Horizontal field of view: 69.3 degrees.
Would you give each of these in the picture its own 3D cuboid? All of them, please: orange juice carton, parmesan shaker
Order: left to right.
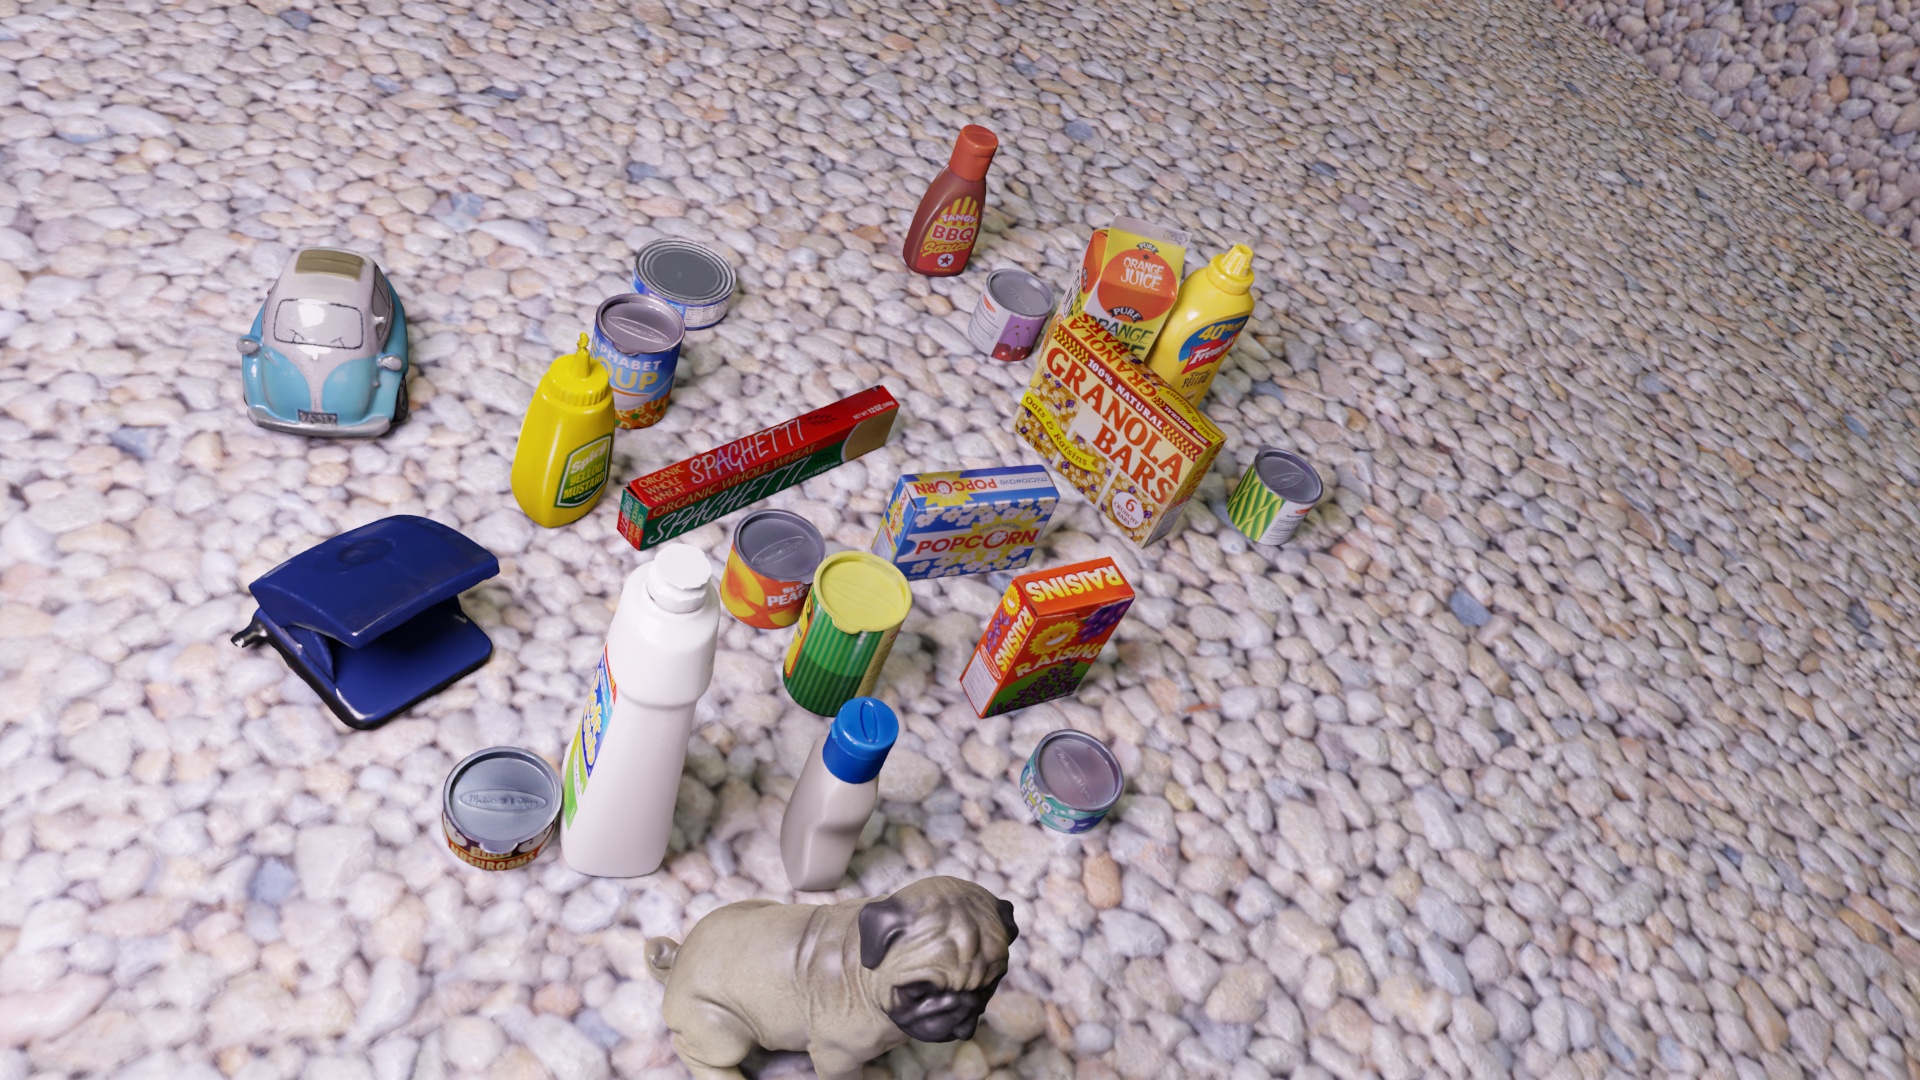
[{"bbox_3d":[-0.080,0.066,0.937,0.071,0.102,0.072,13,46,-13],"label":"parmesan shaker"},{"bbox_3d":[0.131,-0.200,1.215,0.072,0.191,0.073,13,45,-13],"label":"orange juice carton"}]

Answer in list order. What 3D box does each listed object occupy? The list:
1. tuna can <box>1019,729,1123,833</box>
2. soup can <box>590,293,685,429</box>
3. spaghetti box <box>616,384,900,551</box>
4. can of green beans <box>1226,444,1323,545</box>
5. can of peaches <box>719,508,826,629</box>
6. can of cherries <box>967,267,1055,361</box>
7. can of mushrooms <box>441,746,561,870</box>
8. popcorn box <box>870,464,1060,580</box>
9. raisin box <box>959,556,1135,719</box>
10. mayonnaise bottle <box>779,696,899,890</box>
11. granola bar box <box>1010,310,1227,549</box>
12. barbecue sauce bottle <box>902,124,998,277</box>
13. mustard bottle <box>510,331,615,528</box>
[{"bbox_3d":[0.074,0.168,0.960,0.071,0.032,0.071,12,45,-13],"label":"tuna can"},{"bbox_3d":[-0.252,-0.135,1.063,0.071,0.083,0.072,13,46,-13],"label":"soup can"},{"bbox_3d":[-0.149,-0.059,1.061,0.251,0.049,0.029,-27,64,-39],"label":"spaghetti box"},{"bbox_3d":[0.276,-0.038,1.224,0.071,0.057,0.071,12,46,-13],"label":"can of green beans"},{"bbox_3d":[-0.133,0.022,0.987,0.071,0.057,0.071,12,46,-13],"label":"can of peaches"},{"bbox_3d":[0.048,-0.208,1.281,0.071,0.058,0.072,12,46,-13],"label":"can of cherries"},{"bbox_3d":[-0.270,0.159,0.815,0.071,0.033,0.071,12,45,-13],"label":"can of mushrooms"},{"bbox_3d":[0.004,-0.013,1.061,0.127,0.084,0.038,-6,52,-28],"label":"popcorn box"},{"bbox_3d":[0.060,0.069,0.981,0.086,0.122,0.040,-10,54,-31],"label":"raisin box"},{"bbox_3d":[-0.073,0.150,0.829,0.041,0.147,0.065,5,48,-20],"label":"mayonnaise bottle"},{"bbox_3d":[0.127,-0.092,1.161,0.166,0.123,0.039,45,47,19],"label":"granola bar box"},{"bbox_3d":[-0.005,-0.315,1.294,0.065,0.147,0.044,-2,50,-25],"label":"barbecue sauce bottle"},{"bbox_3d":[-0.267,-0.078,0.948,0.049,0.159,0.065,40,46,15],"label":"mustard bottle"}]
